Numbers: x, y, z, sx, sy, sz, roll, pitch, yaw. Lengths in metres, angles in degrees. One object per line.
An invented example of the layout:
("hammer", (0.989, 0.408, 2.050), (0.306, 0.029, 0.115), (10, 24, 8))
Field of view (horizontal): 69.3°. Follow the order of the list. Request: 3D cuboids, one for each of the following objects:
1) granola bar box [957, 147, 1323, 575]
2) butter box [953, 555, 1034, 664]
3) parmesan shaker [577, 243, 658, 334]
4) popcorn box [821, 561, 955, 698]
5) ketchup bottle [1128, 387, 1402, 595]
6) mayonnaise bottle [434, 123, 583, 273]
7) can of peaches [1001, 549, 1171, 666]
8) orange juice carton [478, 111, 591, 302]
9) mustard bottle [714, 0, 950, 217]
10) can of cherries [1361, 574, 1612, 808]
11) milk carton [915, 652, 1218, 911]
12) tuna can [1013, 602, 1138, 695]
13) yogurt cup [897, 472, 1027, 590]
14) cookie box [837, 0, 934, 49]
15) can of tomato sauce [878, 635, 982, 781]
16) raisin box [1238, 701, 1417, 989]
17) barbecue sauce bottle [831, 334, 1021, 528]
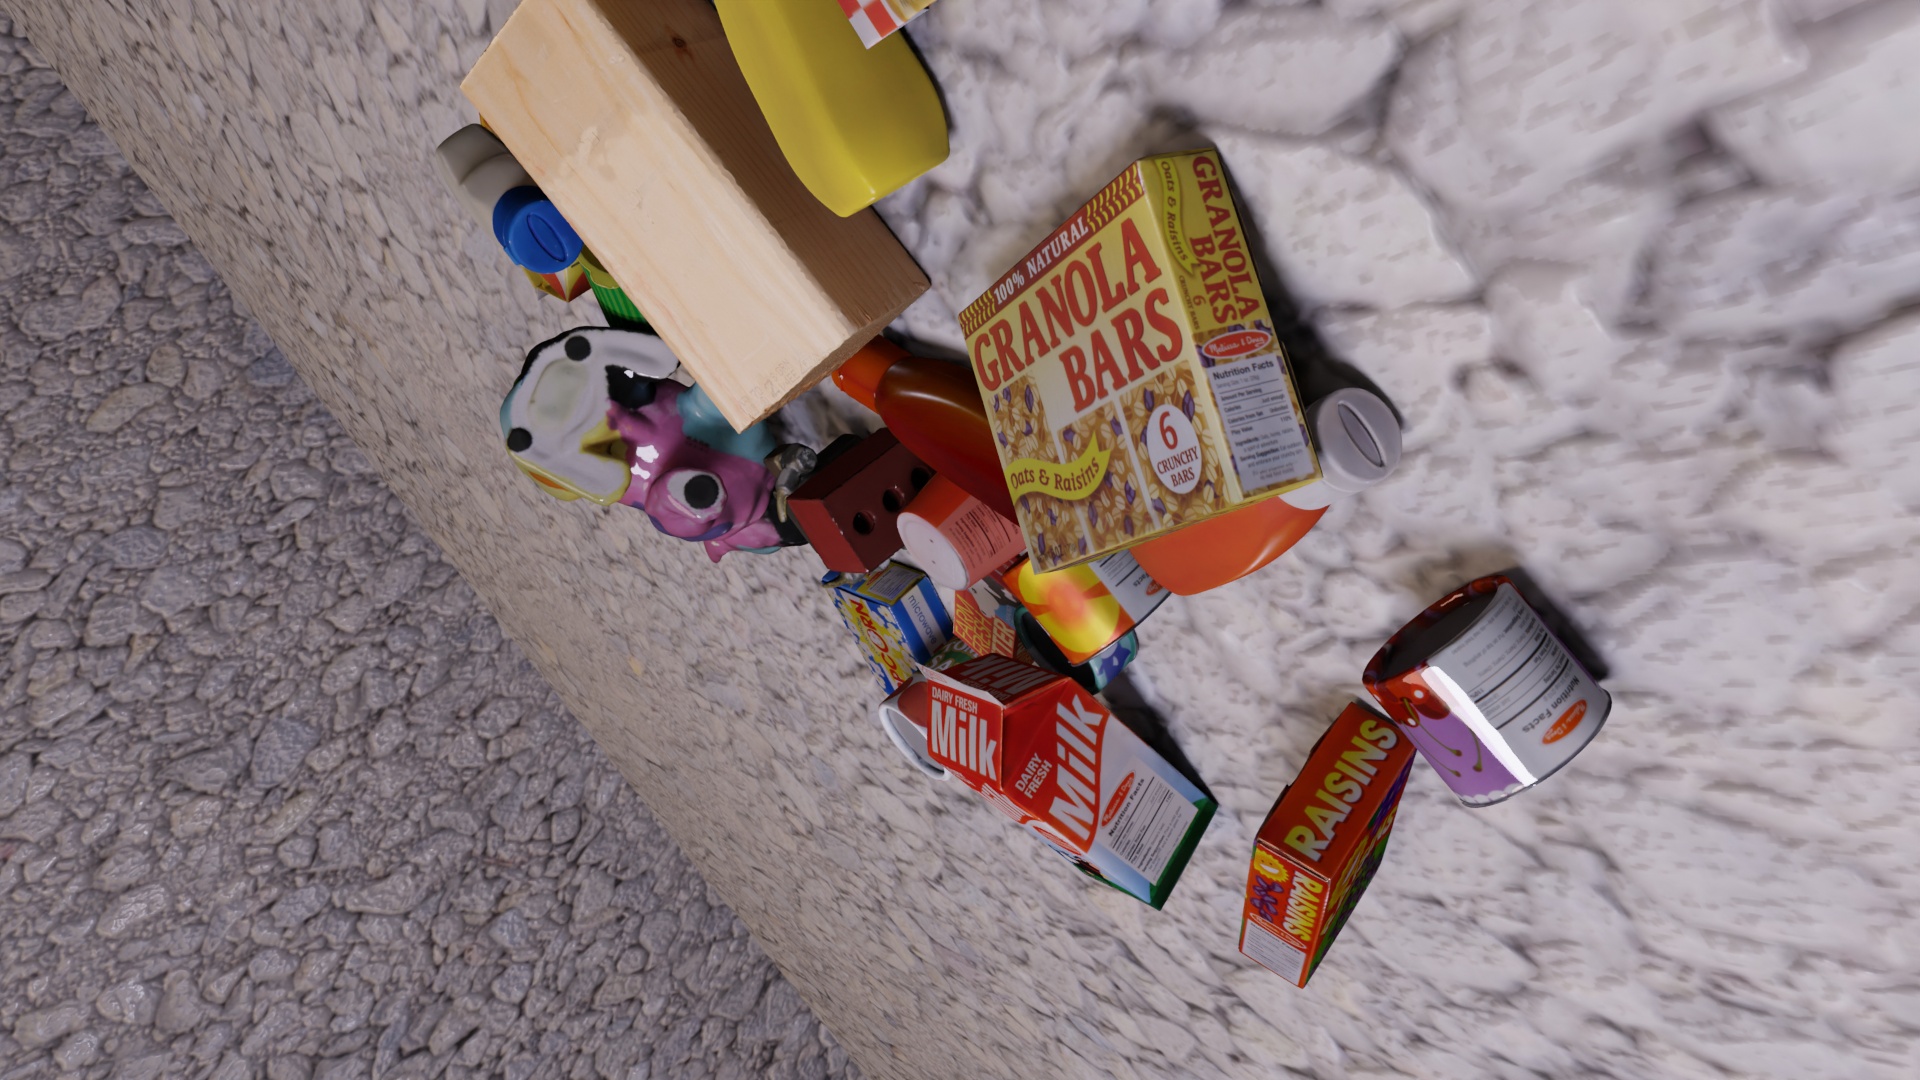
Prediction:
("granola bar box", (0.062, -0.061, 0.546), (0.165, 0.039, 0.124), (-25, 80, 65))
("butter box", (0.022, 0.040, 0.837), (0.053, 0.024, 0.103), (40, 154, 22))
("parmesan shaker", (-0.191, -0.161, 0.829), (0.071, 0.071, 0.103), (46, 167, 8))
("popcorn box", (-0.037, 0.072, 0.969), (0.085, 0.038, 0.126), (16, 139, 50))
("ketchup bottle", (0.116, -0.020, 0.558), (0.064, 0.044, 0.148), (56, 156, 0))
("mayonnaise bottle", (-0.231, -0.173, 0.719), (0.148, 0.041, 0.064), (40, 167, 52))
("can of peaches", (0.061, 0.020, 0.683), (0.058, 0.071, 0.071), (51, 156, -1))
("orange juice carton", (-0.237, -0.215, 0.849), (0.073, 0.072, 0.191), (46, 156, 8))
("mustard bottle", (-0.066, -0.215, 0.568), (0.048, 0.065, 0.160), (-13, 109, 58))
("can of cherries", (0.191, 0.055, 0.512), (0.058, 0.072, 0.071), (49, 156, 1))
("milk carton", (0.054, 0.126, 0.780), (0.190, 0.073, 0.072), (42, 163, -32))
("tuna can", (0.063, 0.051, 0.769), (0.071, 0.033, 0.070), (39, 155, 23))
("yogurt cup", (0.003, -0.010, 0.759), (0.072, 0.054, 0.072), (38, 154, 22))
("cookie box", (-0.037, -0.267, 0.466), (0.167, 0.040, 0.123), (56, 155, -18))
("can of tomato sauce", (-0.002, 0.103, 0.898), (0.071, 0.083, 0.070), (39, 154, 23))
("raisin box", (0.171, 0.145, 0.655), (0.040, 0.086, 0.122), (29, 150, 26))
("barbecue sauce bottle", (-0.006, -0.062, 0.709), (0.149, 0.044, 0.064), (34, 147, 32))
